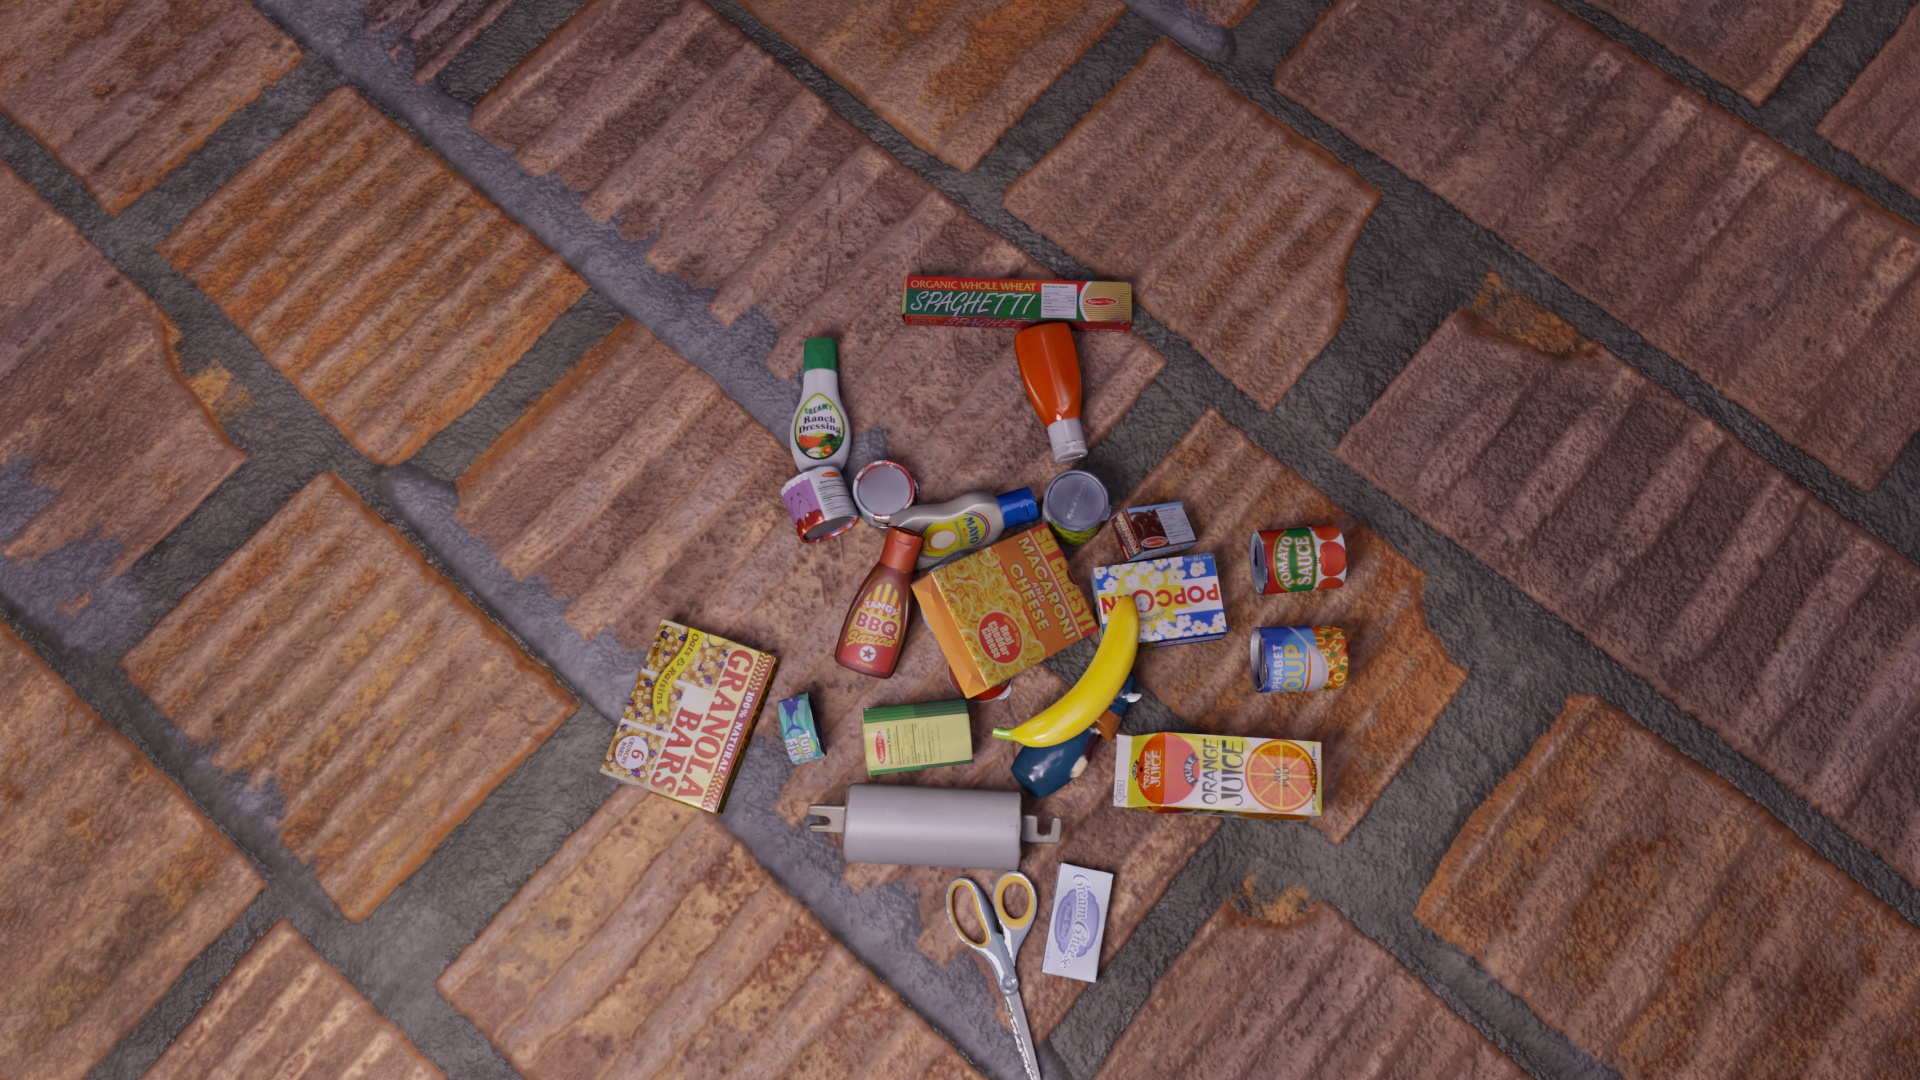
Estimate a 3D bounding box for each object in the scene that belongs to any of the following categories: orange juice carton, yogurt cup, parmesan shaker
[{"bbox_3d":[0.246,0.228,1.344,0.193,0.073,0.072,3,74,2],"label":"orange juice carton"},{"bbox_3d":[0.020,0.124,1.389,0.072,0.053,0.072,0,73,1],"label":"yogurt cup"},{"bbox_3d":[-0.041,0.194,1.363,0.103,0.071,0.071,-6,73,-2],"label":"parmesan shaker"}]

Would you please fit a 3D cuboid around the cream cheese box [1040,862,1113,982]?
[{"bbox_3d":[0.112,0.365,1.329,0.053,0.024,0.104,11,74,3],"label":"cream cheese box"}]

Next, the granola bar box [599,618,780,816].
[{"bbox_3d":[-0.268,0.175,1.384,0.124,0.039,0.166,18,74,6],"label":"granola bar box"}]

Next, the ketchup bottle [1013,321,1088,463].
[{"bbox_3d":[0.102,-0.157,1.478,0.065,0.043,0.149,-12,73,-2],"label":"ketchup bottle"}]

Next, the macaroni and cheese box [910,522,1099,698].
[{"bbox_3d":[0.047,0.065,1.359,0.167,0.040,0.124,-23,85,-40],"label":"macaroni and cheese box"}]

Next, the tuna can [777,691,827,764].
[{"bbox_3d":[-0.155,0.186,1.364,0.033,0.071,0.071,-16,74,-2],"label":"tuna can"}]

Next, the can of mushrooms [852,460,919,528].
[{"bbox_3d":[-0.077,-0.050,1.453,0.071,0.033,0.071,0,73,1],"label":"can of mushrooms"}]

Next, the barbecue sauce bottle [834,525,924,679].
[{"bbox_3d":[-0.075,0.060,1.387,0.065,0.044,0.148,18,97,-1],"label":"barbecue sauce bottle"}]

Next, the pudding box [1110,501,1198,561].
[{"bbox_3d":[0.198,-0.010,1.419,0.084,0.030,0.050,-9,71,-37],"label":"pudding box"}]

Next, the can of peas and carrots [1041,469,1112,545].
[{"bbox_3d":[0.120,-0.033,1.432,0.071,0.058,0.071,0,74,0],"label":"can of peas and carrots"}]

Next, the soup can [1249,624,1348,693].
[{"bbox_3d":[0.336,0.119,1.378,0.084,0.071,0.071,-2,73,0],"label":"soup can"}]

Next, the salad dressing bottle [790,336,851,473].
[{"bbox_3d":[-0.149,-0.143,1.477,0.064,0.044,0.148,-2,73,-1],"label":"salad dressing bottle"}]

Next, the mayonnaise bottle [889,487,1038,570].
[{"bbox_3d":[0.005,-0.018,1.430,0.148,0.041,0.064,-17,118,-6],"label":"mayonnaise bottle"}]

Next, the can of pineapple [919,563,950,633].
[{"bbox_3d":[-0.007,0.062,1.406,0.071,0.057,0.071,0,74,1],"label":"can of pineapple"}]

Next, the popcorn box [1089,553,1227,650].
[{"bbox_3d":[0.201,0.064,1.412,0.127,0.038,0.085,-7,74,-1],"label":"popcorn box"}]

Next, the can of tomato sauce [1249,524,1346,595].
[{"bbox_3d":[0.342,0.019,1.408,0.083,0.071,0.071,-5,73,-1],"label":"can of tomato sauce"}]

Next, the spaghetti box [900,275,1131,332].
[{"bbox_3d":[0.061,-0.259,1.517,0.250,0.028,0.050,2,73,1],"label":"spaghetti box"}]

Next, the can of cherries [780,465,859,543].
[{"bbox_3d":[-0.146,-0.036,1.435,0.071,0.071,0.058,-23,75,-6],"label":"can of cherries"}]
